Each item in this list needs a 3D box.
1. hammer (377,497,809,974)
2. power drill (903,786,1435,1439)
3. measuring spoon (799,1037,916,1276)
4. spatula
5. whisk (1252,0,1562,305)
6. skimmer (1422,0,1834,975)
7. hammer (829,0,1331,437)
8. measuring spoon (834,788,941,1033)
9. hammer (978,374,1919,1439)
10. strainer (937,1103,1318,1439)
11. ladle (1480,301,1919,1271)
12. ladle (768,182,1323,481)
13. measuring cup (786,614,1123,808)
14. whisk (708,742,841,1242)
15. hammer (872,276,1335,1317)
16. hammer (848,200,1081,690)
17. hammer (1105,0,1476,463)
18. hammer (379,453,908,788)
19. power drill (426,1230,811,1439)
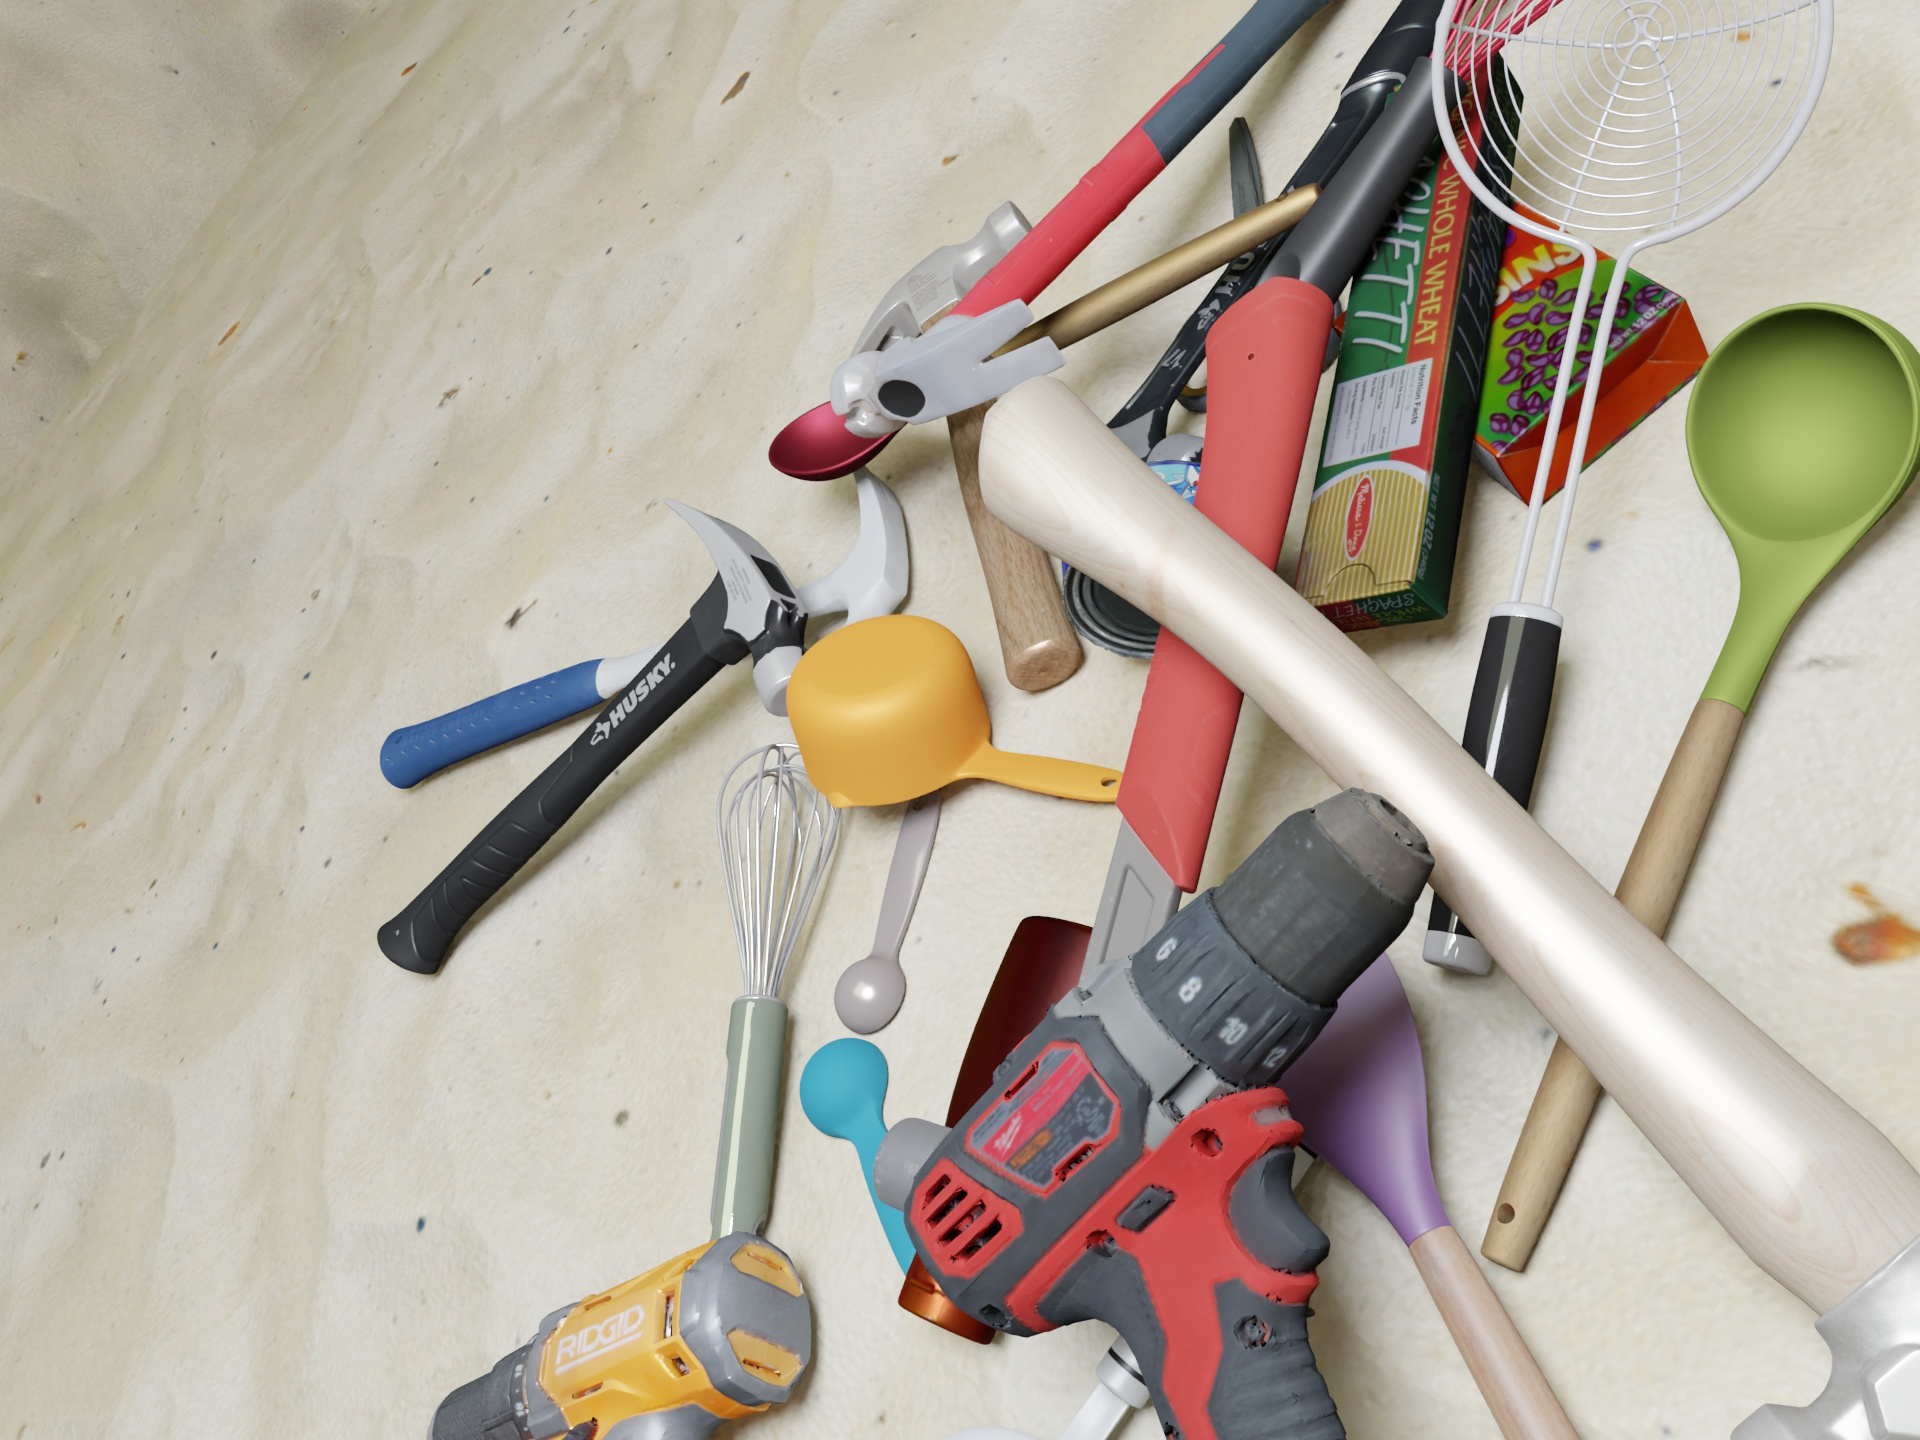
[{"bbox_3d":[-0.208,0.026,0.846,0.334,0.035,0.146,-42,55,23],"label":"hammer"},{"bbox_3d":[0.100,0.147,0.405,0.188,0.080,0.227,-50,55,17],"label":"power drill"},{"bbox_3d":[-0.036,0.173,0.628,0.042,0.021,0.129,-44,40,8],"label":"measuring spoon"},{"bbox_3d":[0.148,0.169,0.452,0.059,0.018,0.316,-42,45,20],"label":"spatula"},{"bbox_3d":[0.195,-0.262,0.602,0.296,0.073,0.073,-56,39,12],"label":"whisk"},{"bbox_3d":[0.192,-0.100,0.522,0.127,0.090,0.363,10,80,30],"label":"skimmer"},{"bbox_3d":[0.096,-0.271,0.743,0.386,0.038,0.143,-50,24,-25],"label":"hammer"},{"bbox_3d":[-0.031,0.076,0.699,0.034,0.018,0.124,-8,55,38],"label":"measuring spoon"},{"bbox_3d":[0.146,0.018,0.470,0.146,0.038,0.411,-44,61,6],"label":"hammer"},{"bbox_3d":[0.047,0.217,0.511,0.087,0.050,0.258,32,81,33],"label":"strainer"},{"bbox_3d":[0.220,0.014,0.493,0.078,0.062,0.320,9,70,57],"label":"ladle"},{"bbox_3d":[0.030,-0.179,0.757,0.315,0.031,0.069,-19,38,35],"label":"ladle"},{"bbox_3d":[-0.001,-0.002,0.689,0.174,0.052,0.095,11,43,36],"label":"measuring cup"},{"bbox_3d":[-0.088,0.118,0.700,0.059,0.057,0.247,1,60,3],"label":"whisk"},{"bbox_3d":[0.084,0.010,0.548,0.149,0.036,0.359,7,73,32],"label":"hammer"},{"bbox_3d":[0.008,-0.140,0.815,0.130,0.031,0.332,-32,44,20],"label":"hammer"},{"bbox_3d":[0.174,-0.270,0.729,0.409,0.036,0.149,-54,35,-4],"label":"hammer"},{"bbox_3d":[-0.193,-0.032,0.912,0.405,0.035,0.144,-17,51,33],"label":"hammer"},{"bbox_3d":[-0.138,0.318,0.572,0.185,0.084,0.226,-30,41,25],"label":"power drill"}]
